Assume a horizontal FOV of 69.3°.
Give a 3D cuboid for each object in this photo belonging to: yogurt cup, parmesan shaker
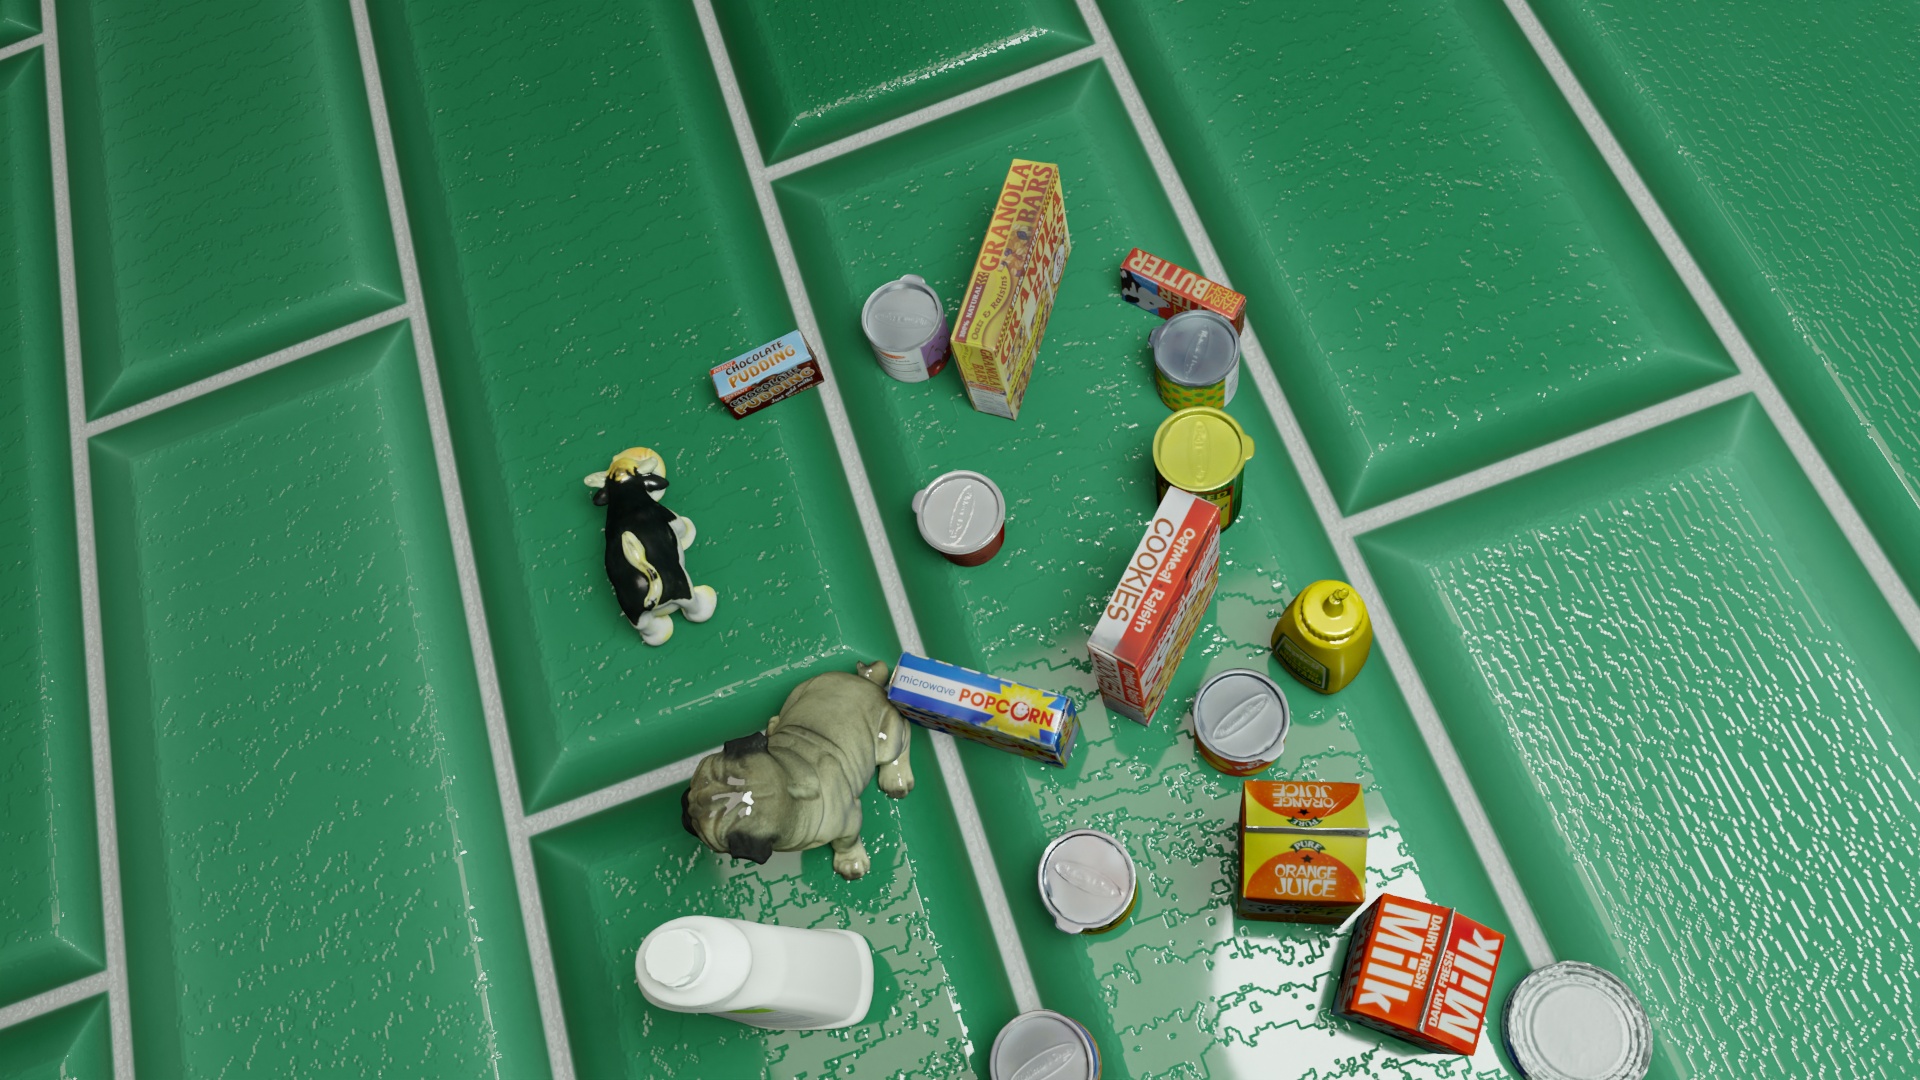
[{"bbox_3d":[0.004,-0.013,1.072,0.072,0.053,0.072,-3,69,9],"label":"yogurt cup"},{"bbox_3d":[0.180,-0.048,1.029,0.071,0.102,0.071,-3,69,9],"label":"parmesan shaker"}]

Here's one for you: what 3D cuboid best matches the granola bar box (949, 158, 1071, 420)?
[{"bbox_3d":[0.042,-0.197,1.098,0.039,0.124,0.166,14,72,14],"label":"granola bar box"}]

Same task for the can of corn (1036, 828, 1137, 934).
[{"bbox_3d":[0.088,0.239,0.958,0.071,0.058,0.071,-3,69,9],"label":"can of corn"}]

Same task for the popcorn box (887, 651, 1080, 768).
[{"bbox_3d":[0.018,0.122,1.000,0.127,0.085,0.038,14,73,15],"label":"popcorn box"}]

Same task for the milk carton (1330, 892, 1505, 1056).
[{"bbox_3d":[0.276,0.265,0.844,0.073,0.190,0.072,17,73,16],"label":"milk carton"}]

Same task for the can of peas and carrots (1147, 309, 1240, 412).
[{"bbox_3d":[0.182,-0.138,1.087,0.071,0.058,0.071,-3,69,9],"label":"can of peas and carrots"}]

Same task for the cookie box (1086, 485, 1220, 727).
[{"bbox_3d":[0.138,0.051,0.963,0.040,0.167,0.123,24,75,17],"label":"cookie box"}]

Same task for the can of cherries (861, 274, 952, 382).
[{"bbox_3d":[-0.041,-0.173,1.139,0.071,0.058,0.072,-3,69,9],"label":"can of cherries"}]

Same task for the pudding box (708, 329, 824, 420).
[{"bbox_3d":[-0.160,-0.137,1.150,0.084,0.049,0.030,-24,67,0],"label":"pudding box"}]

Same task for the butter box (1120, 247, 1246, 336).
[{"bbox_3d":[0.179,-0.194,1.113,0.103,0.053,0.024,29,77,19],"label":"butter box"}]

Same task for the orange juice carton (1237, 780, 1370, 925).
[{"bbox_3d":[0.213,0.197,0.880,0.072,0.192,0.073,0,70,10],"label":"orange juice carton"}]

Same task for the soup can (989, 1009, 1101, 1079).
[{"bbox_3d":[0.058,0.346,0.907,0.071,0.083,0.071,-3,69,9],"label":"soup can"}]

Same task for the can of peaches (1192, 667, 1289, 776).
[{"bbox_3d":[0.199,0.131,0.980,0.071,0.058,0.071,-3,69,9],"label":"can of peaches"}]

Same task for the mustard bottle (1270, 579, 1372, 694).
[{"bbox_3d":[0.248,0.060,0.945,0.065,0.159,0.049,39,80,20],"label":"mustard bottle"}]
